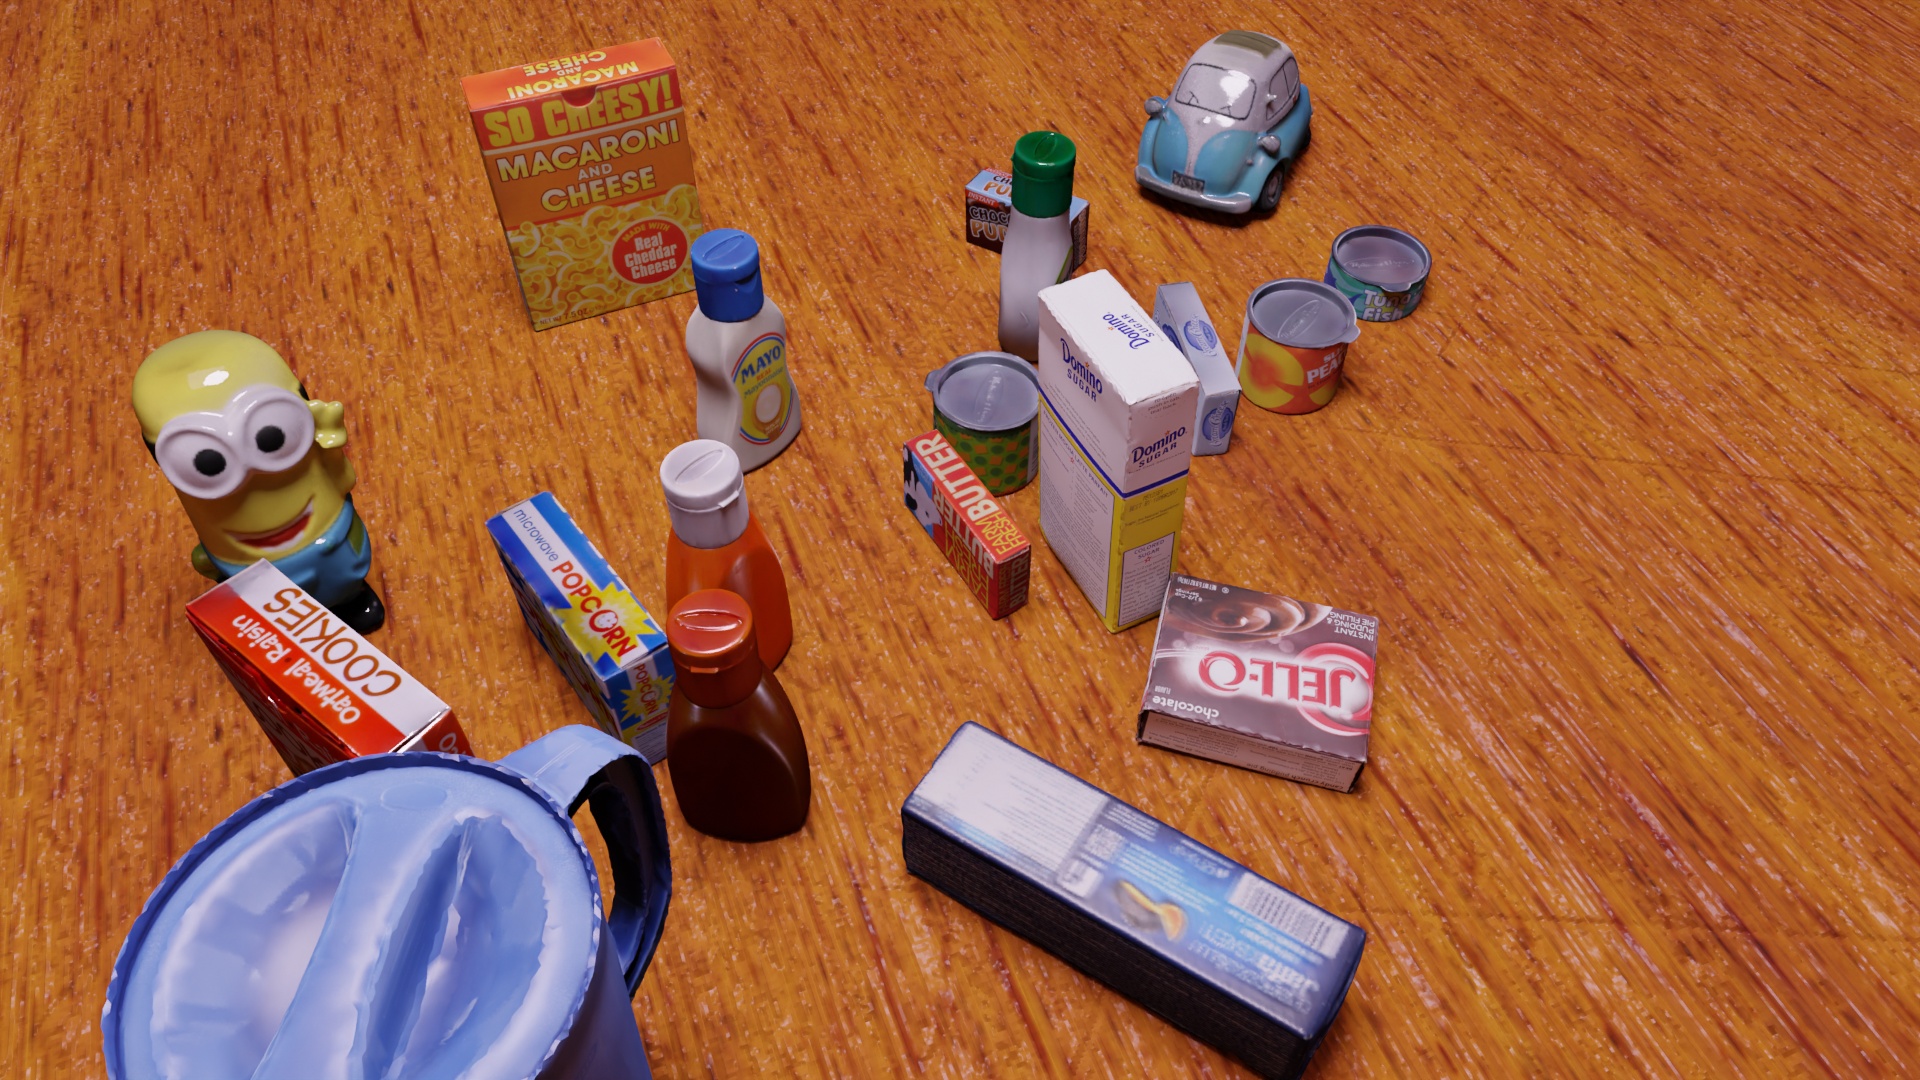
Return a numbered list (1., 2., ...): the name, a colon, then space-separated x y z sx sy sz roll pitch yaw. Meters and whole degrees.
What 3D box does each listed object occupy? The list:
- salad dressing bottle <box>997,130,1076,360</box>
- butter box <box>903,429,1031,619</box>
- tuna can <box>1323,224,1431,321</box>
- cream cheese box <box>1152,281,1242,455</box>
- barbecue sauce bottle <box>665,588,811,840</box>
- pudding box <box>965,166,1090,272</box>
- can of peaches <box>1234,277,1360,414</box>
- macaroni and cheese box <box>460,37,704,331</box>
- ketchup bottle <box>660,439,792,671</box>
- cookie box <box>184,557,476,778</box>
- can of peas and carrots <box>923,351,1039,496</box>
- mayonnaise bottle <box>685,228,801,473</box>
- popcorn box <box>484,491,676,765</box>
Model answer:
1. salad dressing bottle: 0.048 -0.179 0.857 0.044 0.146 0.064 16 51 13
2. butter box: 0.003 -0.010 0.772 0.024 0.052 0.104 -24 53 -20
3. tuna can: 0.280 -0.178 0.934 0.071 0.032 0.071 0 49 0
4. cream cheese box: 0.143 -0.106 0.857 0.024 0.053 0.104 -8 50 -7
5. barbecue sauce bottle: -0.104 0.082 0.628 0.065 0.147 0.044 3 49 2
6. pudding box: 0.046 -0.220 0.957 0.084 0.049 0.030 25 53 20
7. can of peaches: 0.209 -0.120 0.866 0.071 0.057 0.071 0 49 0
8. macaroni and cheese box: -0.231 -0.222 0.879 0.124 0.165 0.040 -19 52 -16
9. ketchup bottle: -0.118 0.015 0.686 0.043 0.148 0.065 33 57 25
10. cookie box: -0.252 0.099 0.600 0.123 0.166 0.040 30 55 23
11. can of peas and carrots: 0.014 -0.069 0.819 0.071 0.058 0.071 0 49 0
12. mayonnaise bottle: -0.126 -0.107 0.793 0.041 0.147 0.065 33 57 25
13. popcorn box: -0.186 0.045 0.701 0.038 0.084 0.127 -31 56 -24
